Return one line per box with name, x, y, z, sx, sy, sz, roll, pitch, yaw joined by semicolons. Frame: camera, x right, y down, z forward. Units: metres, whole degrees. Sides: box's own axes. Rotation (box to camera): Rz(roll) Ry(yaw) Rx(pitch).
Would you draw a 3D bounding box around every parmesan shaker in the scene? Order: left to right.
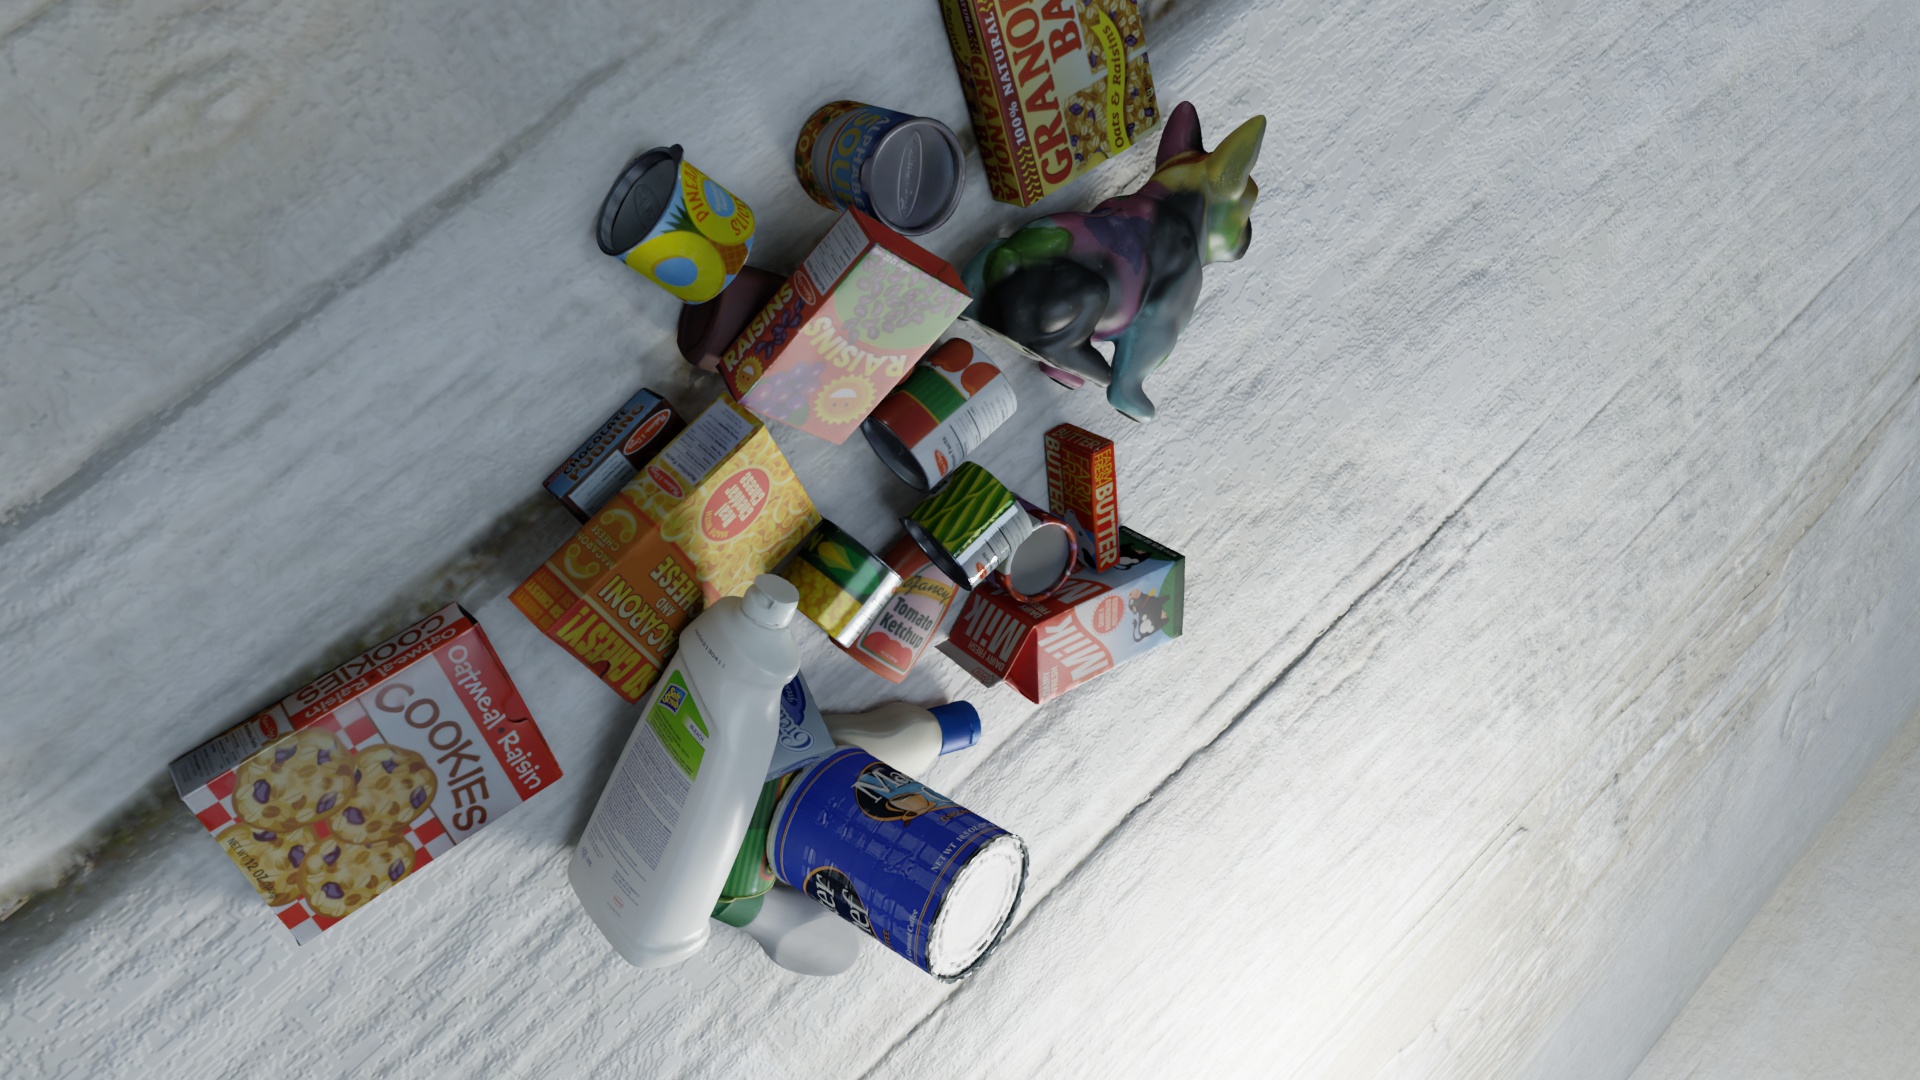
parmesan shaker;-0.147;0.177;0.923;0.071;0.071;0.102;0;110;-39

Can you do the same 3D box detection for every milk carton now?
milk carton;0.077;0.061;1.046;0.191;0.072;0.073;-21;123;-30

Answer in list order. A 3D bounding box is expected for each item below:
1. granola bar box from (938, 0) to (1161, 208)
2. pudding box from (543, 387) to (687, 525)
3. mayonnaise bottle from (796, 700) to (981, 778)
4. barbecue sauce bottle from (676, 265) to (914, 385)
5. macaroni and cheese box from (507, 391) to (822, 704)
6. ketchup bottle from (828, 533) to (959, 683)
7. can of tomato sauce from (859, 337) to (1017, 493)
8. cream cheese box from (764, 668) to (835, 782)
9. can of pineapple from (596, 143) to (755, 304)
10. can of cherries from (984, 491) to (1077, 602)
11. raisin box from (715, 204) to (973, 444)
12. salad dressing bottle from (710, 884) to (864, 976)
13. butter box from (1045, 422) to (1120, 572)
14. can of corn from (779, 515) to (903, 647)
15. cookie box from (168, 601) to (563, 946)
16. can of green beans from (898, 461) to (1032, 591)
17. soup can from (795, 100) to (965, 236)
granola bar box;0.057;-0.313;0.876;0.124;0.039;0.164;-35;128;-21
pudding box;-0.194;-0.042;0.810;0.084;0.030;0.049;-47;131;-12
mayonnaise bottle;-0.053;0.148;1.006;0.148;0.041;0.064;-9;118;-37
barbecue sauce bottle;-0.094;-0.123;0.842;0.149;0.044;0.064;7;115;-41
macaroni and cheese box;-0.167;0.009;0.819;0.167;0.040;0.123;-46;155;-12
ketchup bottle;-0.027;0.023;0.966;0.064;0.043;0.149;37;85;-37
can of tomato sauce;-0.016;-0.084;0.910;0.083;0.071;0.071;-43;131;-15
cream cheese box;-0.126;0.099;0.890;0.053;0.104;0.024;-18;162;-29
can of pineapple;-0.153;-0.171;0.755;0.058;0.071;0.071;30;91;-44
can of cherries;0.044;0.006;1.003;0.072;0.058;0.071;-17;120;-32
raisin box;-0.066;-0.119;0.790;0.123;0.040;0.086;-46;143;20
salad dressing bottle;-0.131;0.271;1.000;0.064;0.044;0.147;-45;132;5
butter box;0.091;-0.032;1.027;0.024;0.053;0.103;-25;124;-30
can of corn;-0.083;0.027;0.909;0.058;0.071;0.071;-52;133;-6
cookie box;-0.325;0.130;0.779;0.168;0.040;0.122;-33;128;-22
can of green beans;0.005;-0.010;0.913;0.058;0.071;0.071;-43;131;-12
soup can;-0.050;-0.217;0.805;0.071;0.084;0.071;-17;120;-32
